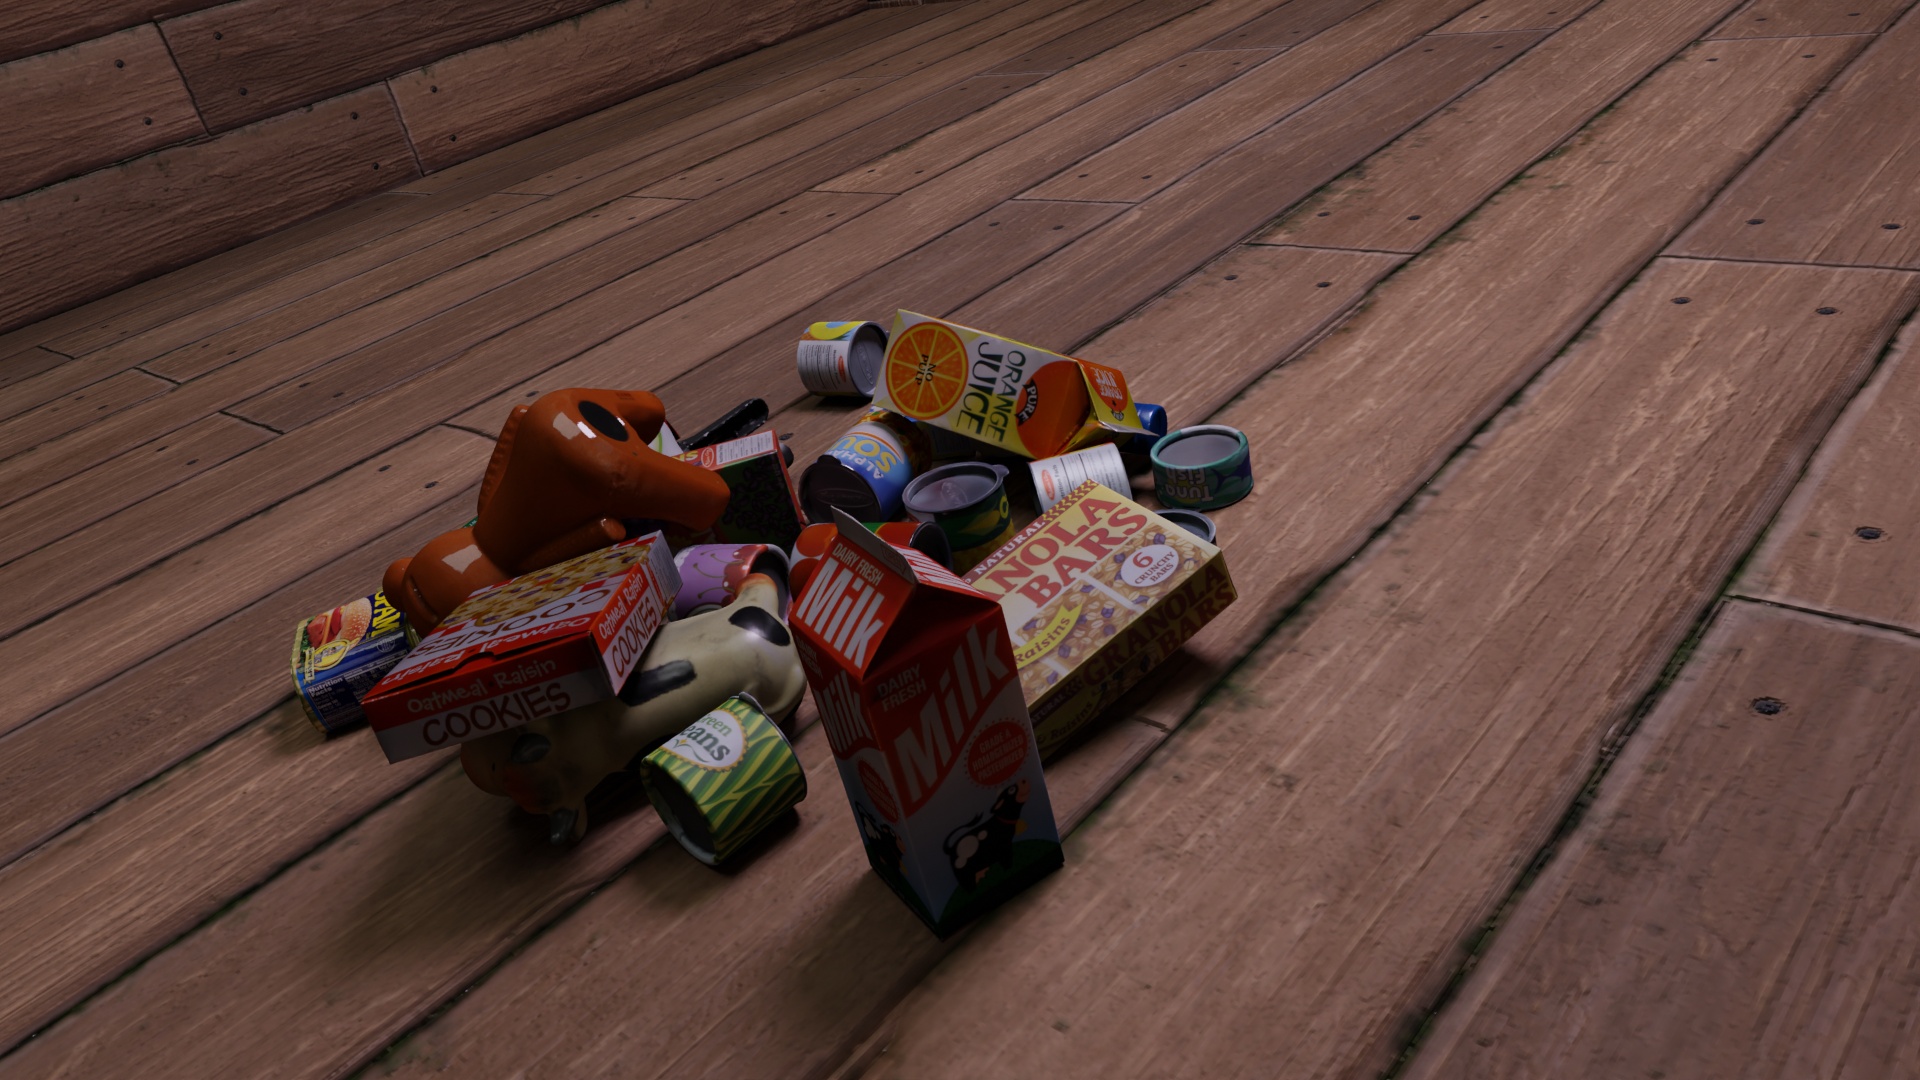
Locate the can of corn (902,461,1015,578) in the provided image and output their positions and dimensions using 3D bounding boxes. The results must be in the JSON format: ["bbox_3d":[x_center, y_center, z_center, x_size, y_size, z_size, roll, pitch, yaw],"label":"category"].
[{"bbox_3d":[0.003,-0.011,0.908,0.071,0.058,0.071,-11,28,6],"label":"can of corn"}]

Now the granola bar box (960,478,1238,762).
[{"bbox_3d":[0.050,0.046,0.767,0.166,0.039,0.124,-37,35,-14],"label":"granola bar box"}]

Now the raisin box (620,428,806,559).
[{"bbox_3d":[-0.177,-0.019,0.973,0.123,0.085,0.040,-15,33,-2],"label":"raisin box"}]

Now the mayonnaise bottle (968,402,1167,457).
[{"bbox_3d":[0.076,-0.088,1.013,0.148,0.064,0.041,9,23,29],"label":"mayonnaise bottle"}]

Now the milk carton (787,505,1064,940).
[{"bbox_3d":[-0.018,0.076,0.622,0.074,0.189,0.072,-27,31,-22],"label":"milk carton"}]

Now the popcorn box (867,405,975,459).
[{"bbox_3d":[-0.023,-0.108,1.116,0.085,0.038,0.127,-5,29,13],"label":"popcorn box"}]

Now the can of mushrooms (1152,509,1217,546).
[{"bbox_3d":[0.123,0.012,0.838,0.071,0.033,0.071,-10,28,6],"label":"can of mushrooms"}]

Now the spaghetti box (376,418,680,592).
[{"bbox_3d":[-0.326,-0.022,1.062,0.050,0.028,0.251,22,54,42],"label":"spaghetti box"}]

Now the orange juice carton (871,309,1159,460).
[{"bbox_3d":[0.041,-0.100,0.963,0.193,0.073,0.072,21,10,30],"label":"orange juice carton"}]

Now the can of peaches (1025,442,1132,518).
[{"bbox_3d":[0.078,-0.024,0.893,0.058,0.071,0.071,-14,28,0],"label":"can of peaches"}]

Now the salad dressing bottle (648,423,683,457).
[{"bbox_3d":[-0.226,-0.055,1.037,0.148,0.043,0.064,36,73,14],"label":"salad dressing bottle"}]

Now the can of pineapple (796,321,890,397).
[{"bbox_3d":[-0.100,-0.158,1.212,0.058,0.070,0.071,5,33,32],"label":"can of pineapple"}]

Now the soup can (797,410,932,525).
[{"bbox_3d":[-0.067,-0.049,0.994,0.071,0.071,0.084,2,32,28],"label":"soup can"}]

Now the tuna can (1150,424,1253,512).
[{"bbox_3d":[0.161,-0.048,0.931,0.071,0.032,0.071,-11,28,6],"label":"tuna can"}]

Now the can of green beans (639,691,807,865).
[{"bbox_3d":[-0.122,0.123,0.713,0.058,0.071,0.071,-34,34,-32],"label":"can of green beans"}]

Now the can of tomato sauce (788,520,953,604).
[{"bbox_3d":[-0.056,0.022,0.865,0.083,0.071,0.071,0,31,25],"label":"can of tomato sauce"}]

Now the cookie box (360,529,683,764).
[{"bbox_3d":[-0.229,0.052,0.751,0.123,0.040,0.168,-18,16,5],"label":"cookie box"}]

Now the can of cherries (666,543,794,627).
[{"bbox_3d":[-0.146,0.037,0.882,0.058,0.071,0.072,0,31,22],"label":"can of cherries"}]
